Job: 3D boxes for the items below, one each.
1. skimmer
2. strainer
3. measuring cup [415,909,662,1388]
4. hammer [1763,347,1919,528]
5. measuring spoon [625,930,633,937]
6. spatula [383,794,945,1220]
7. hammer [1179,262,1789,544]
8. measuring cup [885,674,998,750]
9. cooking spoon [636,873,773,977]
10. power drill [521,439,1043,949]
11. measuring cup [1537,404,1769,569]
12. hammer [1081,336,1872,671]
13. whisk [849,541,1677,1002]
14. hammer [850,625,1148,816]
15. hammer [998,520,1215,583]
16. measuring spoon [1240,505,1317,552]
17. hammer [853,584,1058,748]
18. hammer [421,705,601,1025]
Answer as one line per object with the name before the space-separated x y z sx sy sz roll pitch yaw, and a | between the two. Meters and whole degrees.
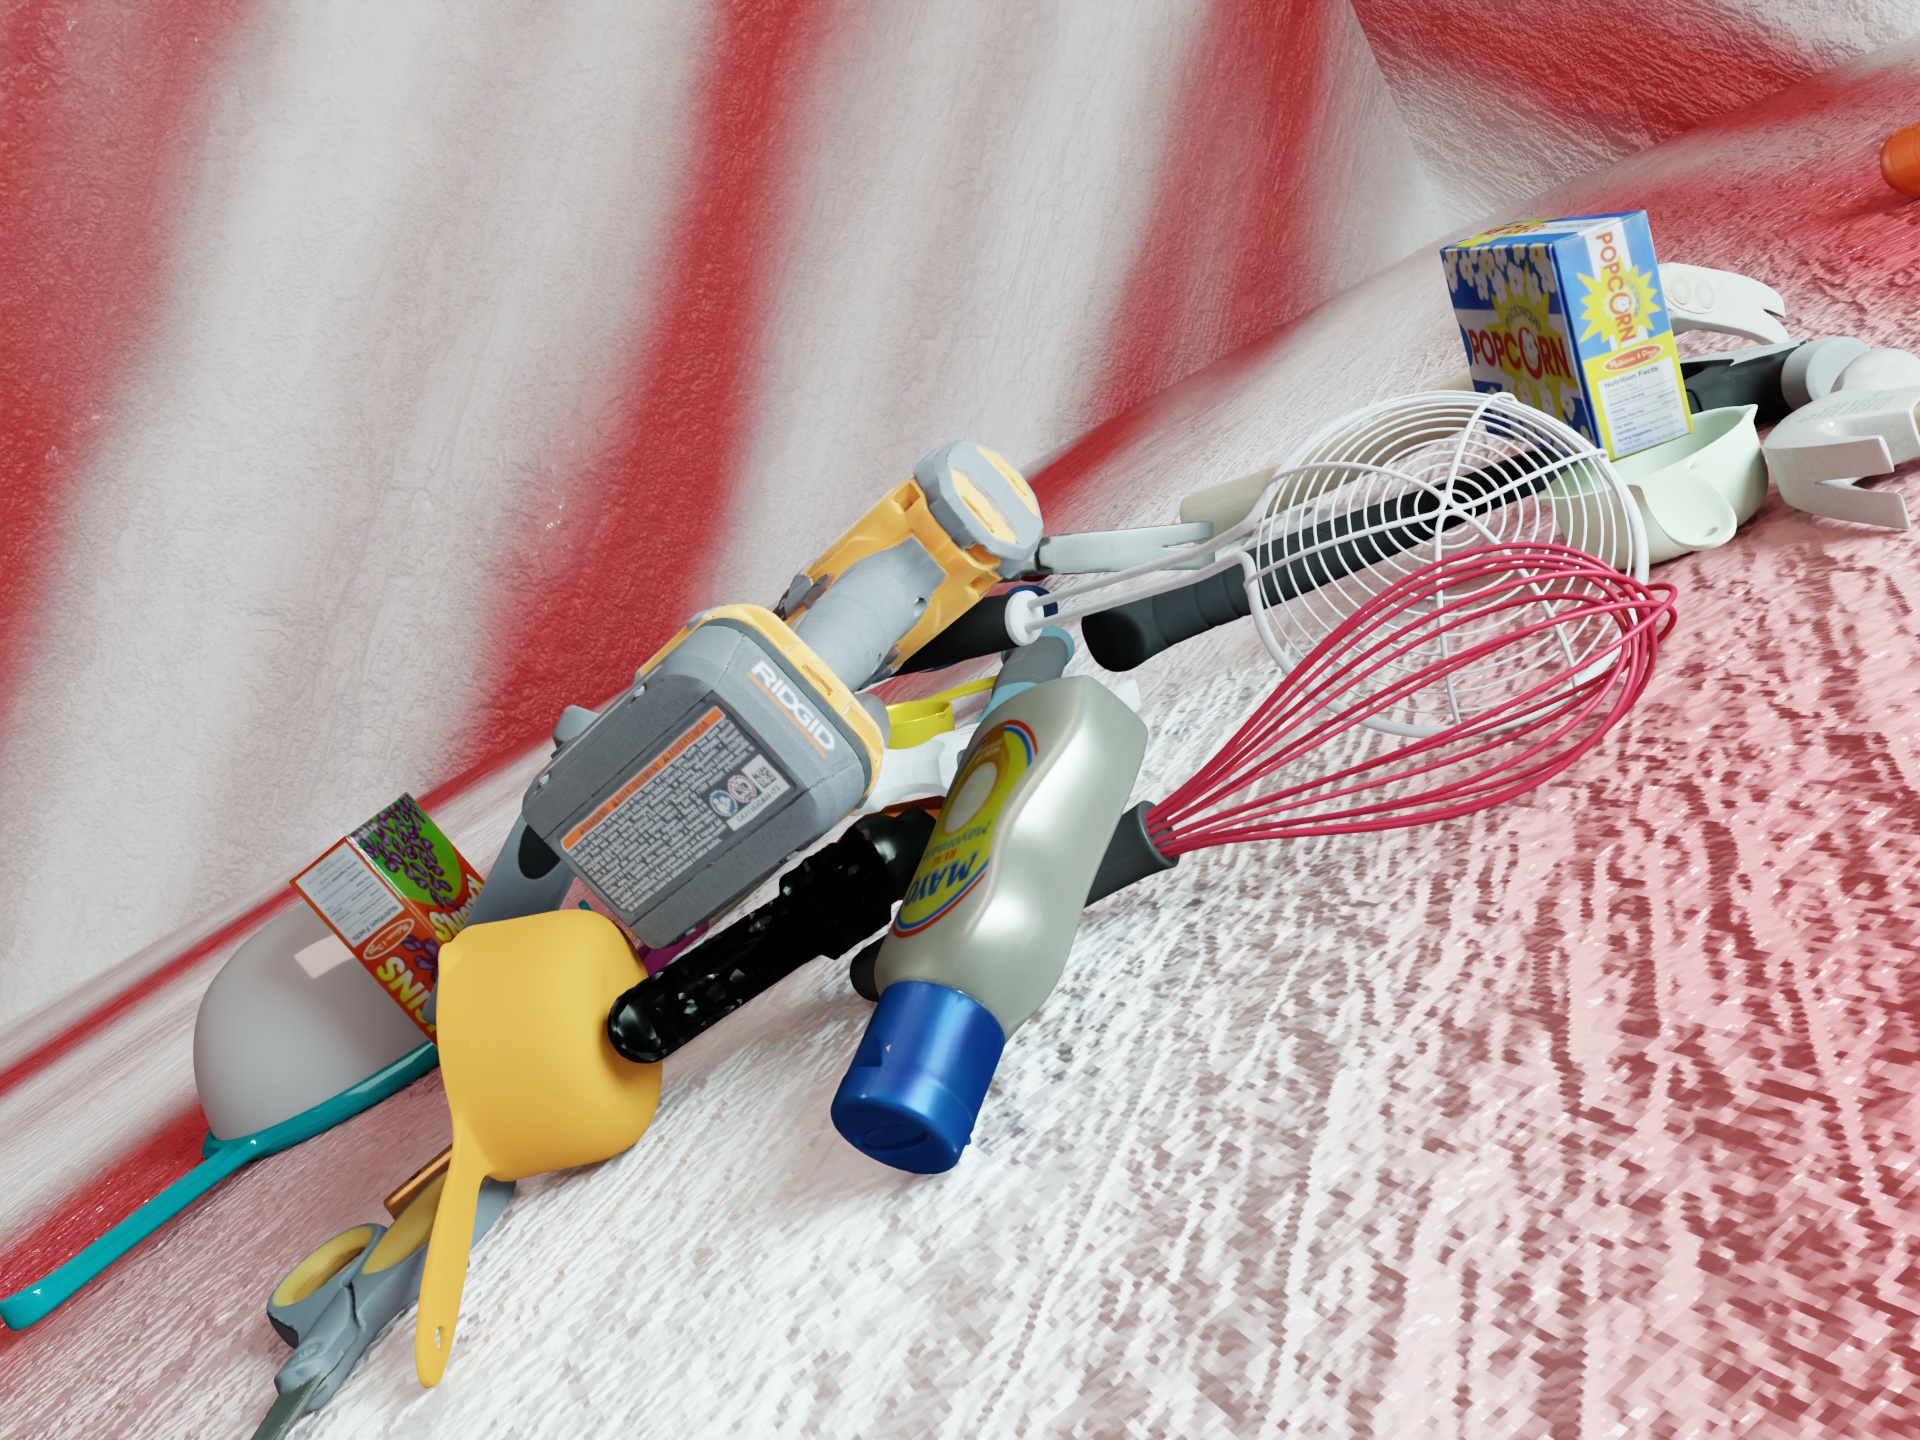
skimmer | 0.084 -0.040 0.636 0.363 0.090 0.127 -12 61 55
strainer | -0.357 0.163 0.814 0.211 0.095 0.340 -22 11 28
measuring cup | -0.132 0.131 0.507 0.052 0.095 0.174 -13 32 3
hammer | 0.398 -0.118 0.452 0.130 0.031 0.331 -35 13 -35
measuring spoon | -0.155 0.094 0.820 0.117 0.011 0.021 -36 4 13
spatula | -0.084 0.100 0.646 0.322 0.041 0.081 -37 15 -23
hammer | 0.266 -0.168 0.929 0.146 0.038 0.410 1 -9 -25
measuring cup | -0.001 -0.003 0.935 0.062 0.029 0.156 -1 12 37
cooking spoon | -0.117 0.087 0.792 0.068 0.017 0.319 -33 6 35
power drill | -0.073 -0.009 0.621 0.185 0.084 0.226 -37 10 35
measuring cup | 0.257 -0.070 0.565 0.083 0.038 0.168 -23 13 21
hammer | 0.212 -0.095 0.711 0.335 0.035 0.146 -22 10 -2
whisk | 0.078 0.027 0.497 0.296 0.073 0.073 -29 8 27
hammer | 0.029 -0.012 0.801 0.128 0.033 0.331 -9 10 8
hammer | 0.083 -0.123 1.186 0.149 0.036 0.359 -4 5 -2
measuring spoon | 0.166 -0.087 0.944 0.124 0.018 0.034 -37 13 -14
hammer | -0.034 -0.036 0.942 0.144 0.035 0.405 0 12 23
hammer | -0.191 0.076 0.831 0.386 0.038 0.143 142 153 -84
